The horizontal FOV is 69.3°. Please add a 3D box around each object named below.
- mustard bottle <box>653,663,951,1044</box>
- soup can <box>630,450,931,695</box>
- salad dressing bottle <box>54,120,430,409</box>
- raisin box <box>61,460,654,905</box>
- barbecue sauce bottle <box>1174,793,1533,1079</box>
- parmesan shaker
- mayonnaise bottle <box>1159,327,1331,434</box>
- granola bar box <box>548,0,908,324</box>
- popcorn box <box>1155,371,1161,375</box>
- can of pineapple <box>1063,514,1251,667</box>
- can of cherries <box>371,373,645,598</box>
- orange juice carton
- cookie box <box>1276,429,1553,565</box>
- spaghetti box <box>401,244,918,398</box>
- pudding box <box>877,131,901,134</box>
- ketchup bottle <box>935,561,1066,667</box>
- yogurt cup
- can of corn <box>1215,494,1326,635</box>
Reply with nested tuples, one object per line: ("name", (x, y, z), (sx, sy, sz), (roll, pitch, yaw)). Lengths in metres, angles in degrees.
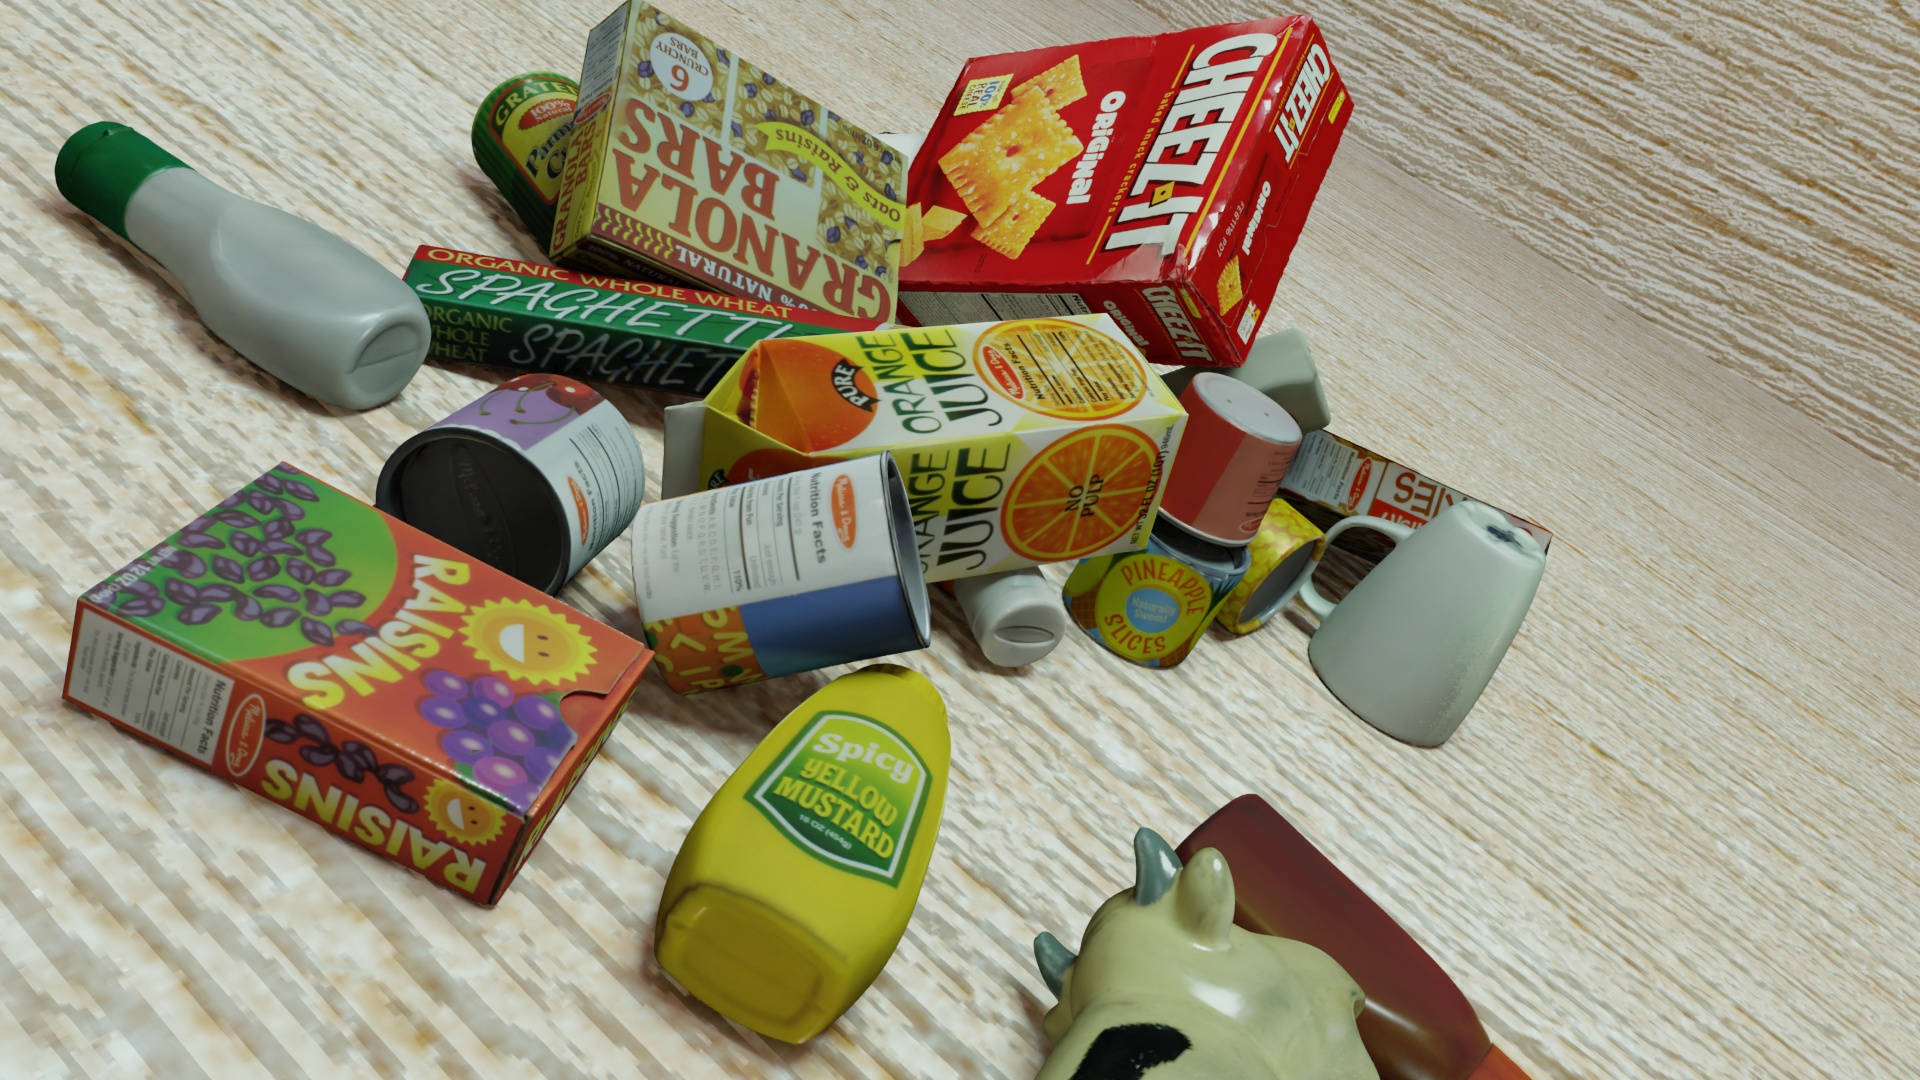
("mustard bottle", (-0.035, 0.076, 0.422), (0.065, 0.048, 0.161), (31, 28, -1))
("soup can", (-0.057, 0.013, 0.458), (0.084, 0.071, 0.072), (-12, 32, 4))
("salad dressing bottle", (-0.268, -0.105, 0.516), (0.148, 0.043, 0.064), (33, 32, 10))
("raisin box", (-0.160, 0.036, 0.386), (0.123, 0.040, 0.086), (28, 27, -4))
("barbecue sauce bottle", (0.134, 0.151, 0.461), (0.149, 0.043, 0.065), (43, 31, 23))
("parmesan shaker", (-0.186, -0.177, 0.682), (0.071, 0.071, 0.103), (-3, 41, -45))
("mayonnaise bottle", (0.102, -0.056, 0.679), (0.064, 0.148, 0.041), (44, 31, -60))
("granola bar box", (-0.100, -0.158, 0.652), (0.165, 0.039, 0.124), (20, 65, -39))
("popcorn box", (0.084, -0.067, 0.781), (0.085, 0.038, 0.127), (29, 28, 0))
("can of pineapple", (0.088, 0.016, 0.626), (0.071, 0.057, 0.071), (22, 29, -13))
("can of cherries", (-0.148, -0.016, 0.456), (0.071, 0.071, 0.059), (29, 28, -1))
("orange juice carton", (-0.019, -0.032, 0.533), (0.193, 0.071, 0.073), (-8, 44, -22))
("cookie box", (0.219, -0.020, 0.772), (0.167, 0.040, 0.123), (22, -1, -12))
("spaghetti box", (-0.108, -0.083, 0.592), (0.250, 0.028, 0.050), (7, 34, -15))
("pudding box", (-0.061, -0.234, 0.884), (0.083, 0.030, 0.050), (-6, 4, 38))
("ketchup bottle", (0.002, -0.008, 0.602), (0.065, 0.043, 0.149), (7, 35, -28))
("yogurt cup", (0.115, -0.038, 0.618), (0.072, 0.053, 0.073), (21, 30, -13))
("can of corn", (0.135, 0.004, 0.680), (0.058, 0.071, 0.071), (44, 31, 26))
